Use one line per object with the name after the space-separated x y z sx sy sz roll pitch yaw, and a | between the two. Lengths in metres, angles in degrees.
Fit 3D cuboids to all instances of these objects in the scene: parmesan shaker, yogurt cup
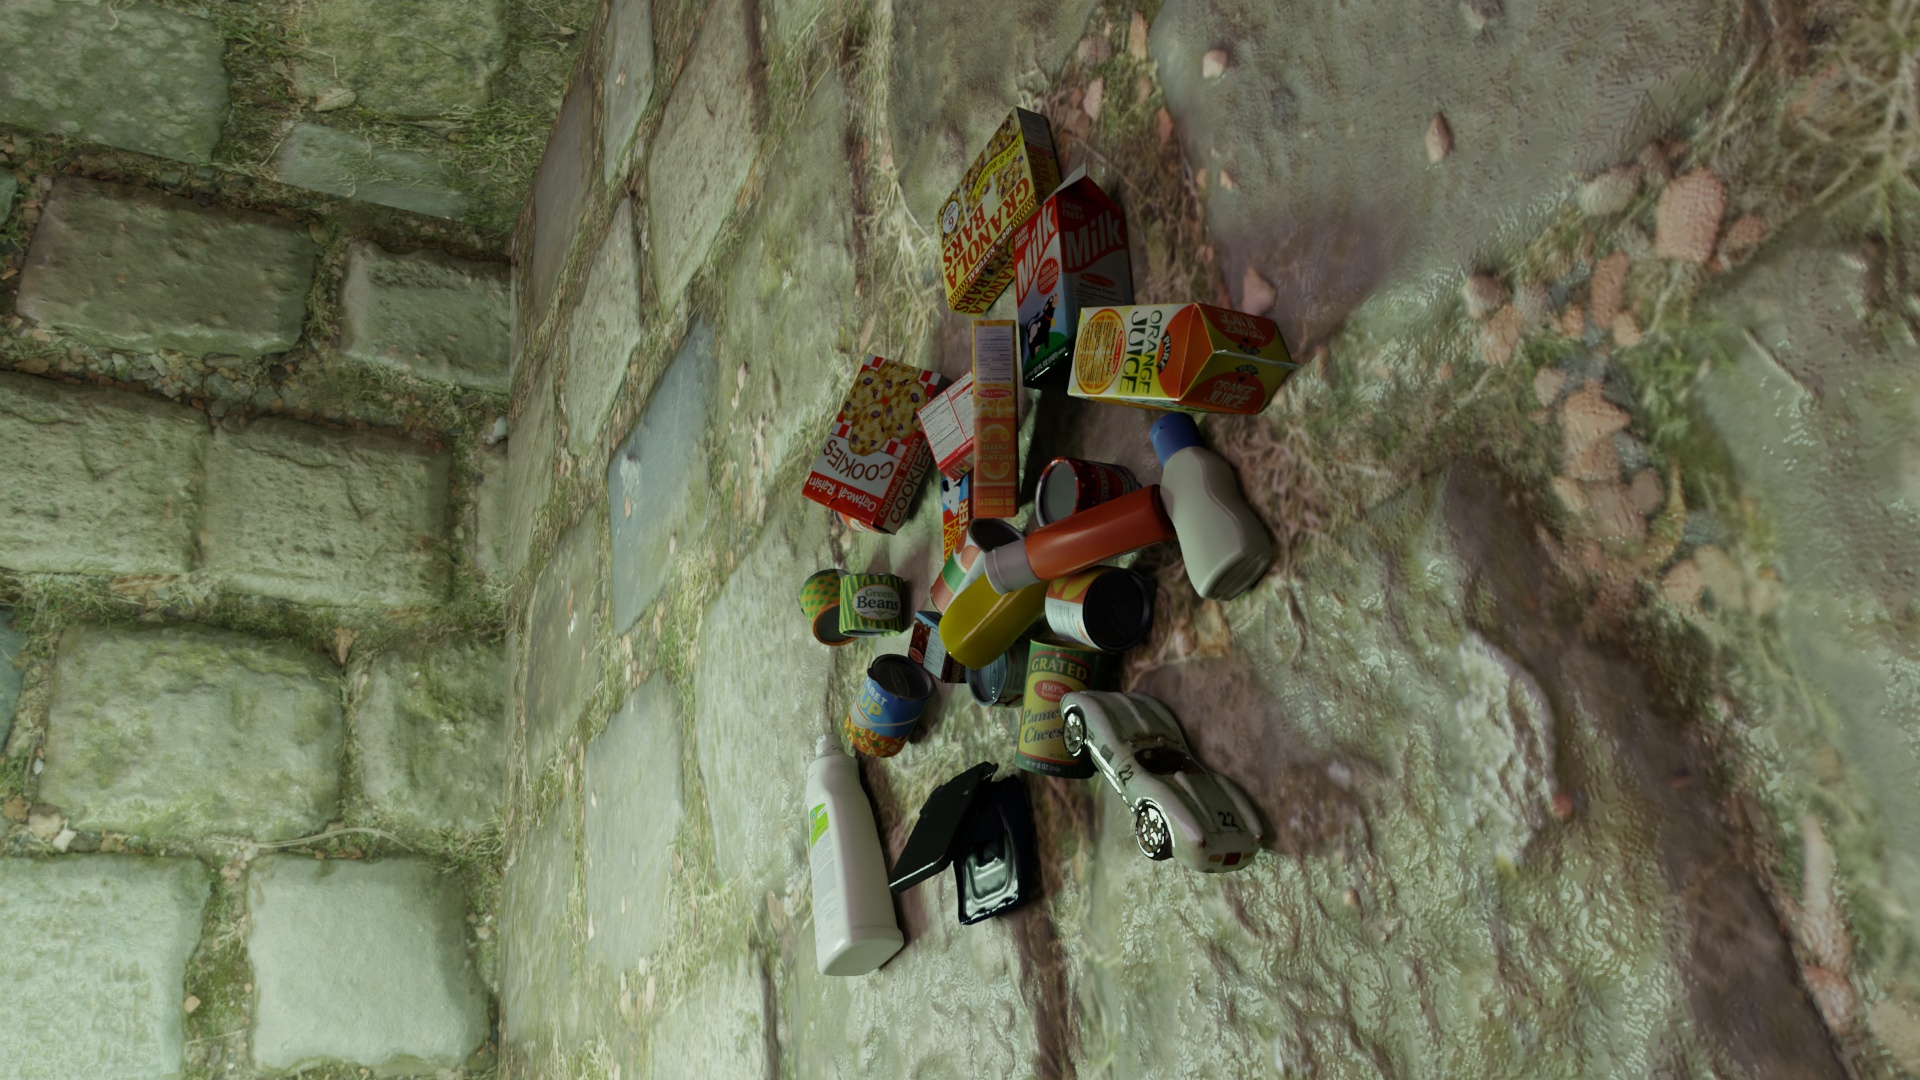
0.085 0.135 1.118 0.071 0.071 0.103 8 91 61 | parmesan shaker
-0.090 -0.038 1.475 0.054 0.072 0.072 17 98 53 | yogurt cup

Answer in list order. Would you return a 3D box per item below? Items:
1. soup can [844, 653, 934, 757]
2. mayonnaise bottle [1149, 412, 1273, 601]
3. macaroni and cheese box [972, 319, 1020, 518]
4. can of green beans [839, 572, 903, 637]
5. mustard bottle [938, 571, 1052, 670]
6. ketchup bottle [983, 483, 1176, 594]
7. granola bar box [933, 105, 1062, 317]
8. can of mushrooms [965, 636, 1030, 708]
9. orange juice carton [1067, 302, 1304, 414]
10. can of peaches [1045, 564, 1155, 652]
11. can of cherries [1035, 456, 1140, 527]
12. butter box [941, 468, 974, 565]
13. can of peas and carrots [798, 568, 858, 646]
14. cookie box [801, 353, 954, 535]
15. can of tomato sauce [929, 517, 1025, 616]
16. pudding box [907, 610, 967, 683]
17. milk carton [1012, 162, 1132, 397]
-0.075 0.165 1.386 0.083 0.071 0.071 -64 34 30 | soup can
0.178 -0.030 1.018 0.064 0.041 0.149 -53 39 39 | mayonnaise bottle
0.031 -0.105 1.220 0.124 0.040 0.166 -59 -32 -86 | macaroni and cheese box
-0.093 0.068 1.449 0.071 0.071 0.058 -21 66 58 | can of green beans
0.051 0.041 1.191 0.160 0.048 0.065 -43 34 16 | mustard bottle
0.091 0.001 1.073 0.148 0.065 0.043 -21 98 21 | ketchup bottle
0.036 -0.315 1.343 0.164 0.039 0.125 -45 45 47 | granola bar box
0.036 0.116 1.241 0.071 0.033 0.071 -20 66 58 | can of mushrooms
0.164 -0.135 1.035 0.192 0.072 0.073 14 95 61 | orange juice carton
0.110 0.051 1.095 0.058 0.071 0.071 6 89 61 | can of peaches
0.103 -0.034 1.132 0.071 0.058 0.071 -23 64 58 | can of cherries
0.005 -0.017 1.339 0.053 0.024 0.104 -30 57 56 | butter box
-0.141 0.075 1.530 0.070 0.071 0.059 -65 34 28 | can of peas and carrots
-0.082 -0.101 1.425 0.123 0.040 0.167 22 85 45 | cookie box
0.018 0.028 1.261 0.082 0.071 0.071 -61 35 31 | can of tomato sauce
-0.018 0.102 1.344 0.084 0.030 0.049 27 108 60 | pudding box
0.095 -0.223 1.180 0.072 0.073 0.191 -32 56 54 | milk carton
